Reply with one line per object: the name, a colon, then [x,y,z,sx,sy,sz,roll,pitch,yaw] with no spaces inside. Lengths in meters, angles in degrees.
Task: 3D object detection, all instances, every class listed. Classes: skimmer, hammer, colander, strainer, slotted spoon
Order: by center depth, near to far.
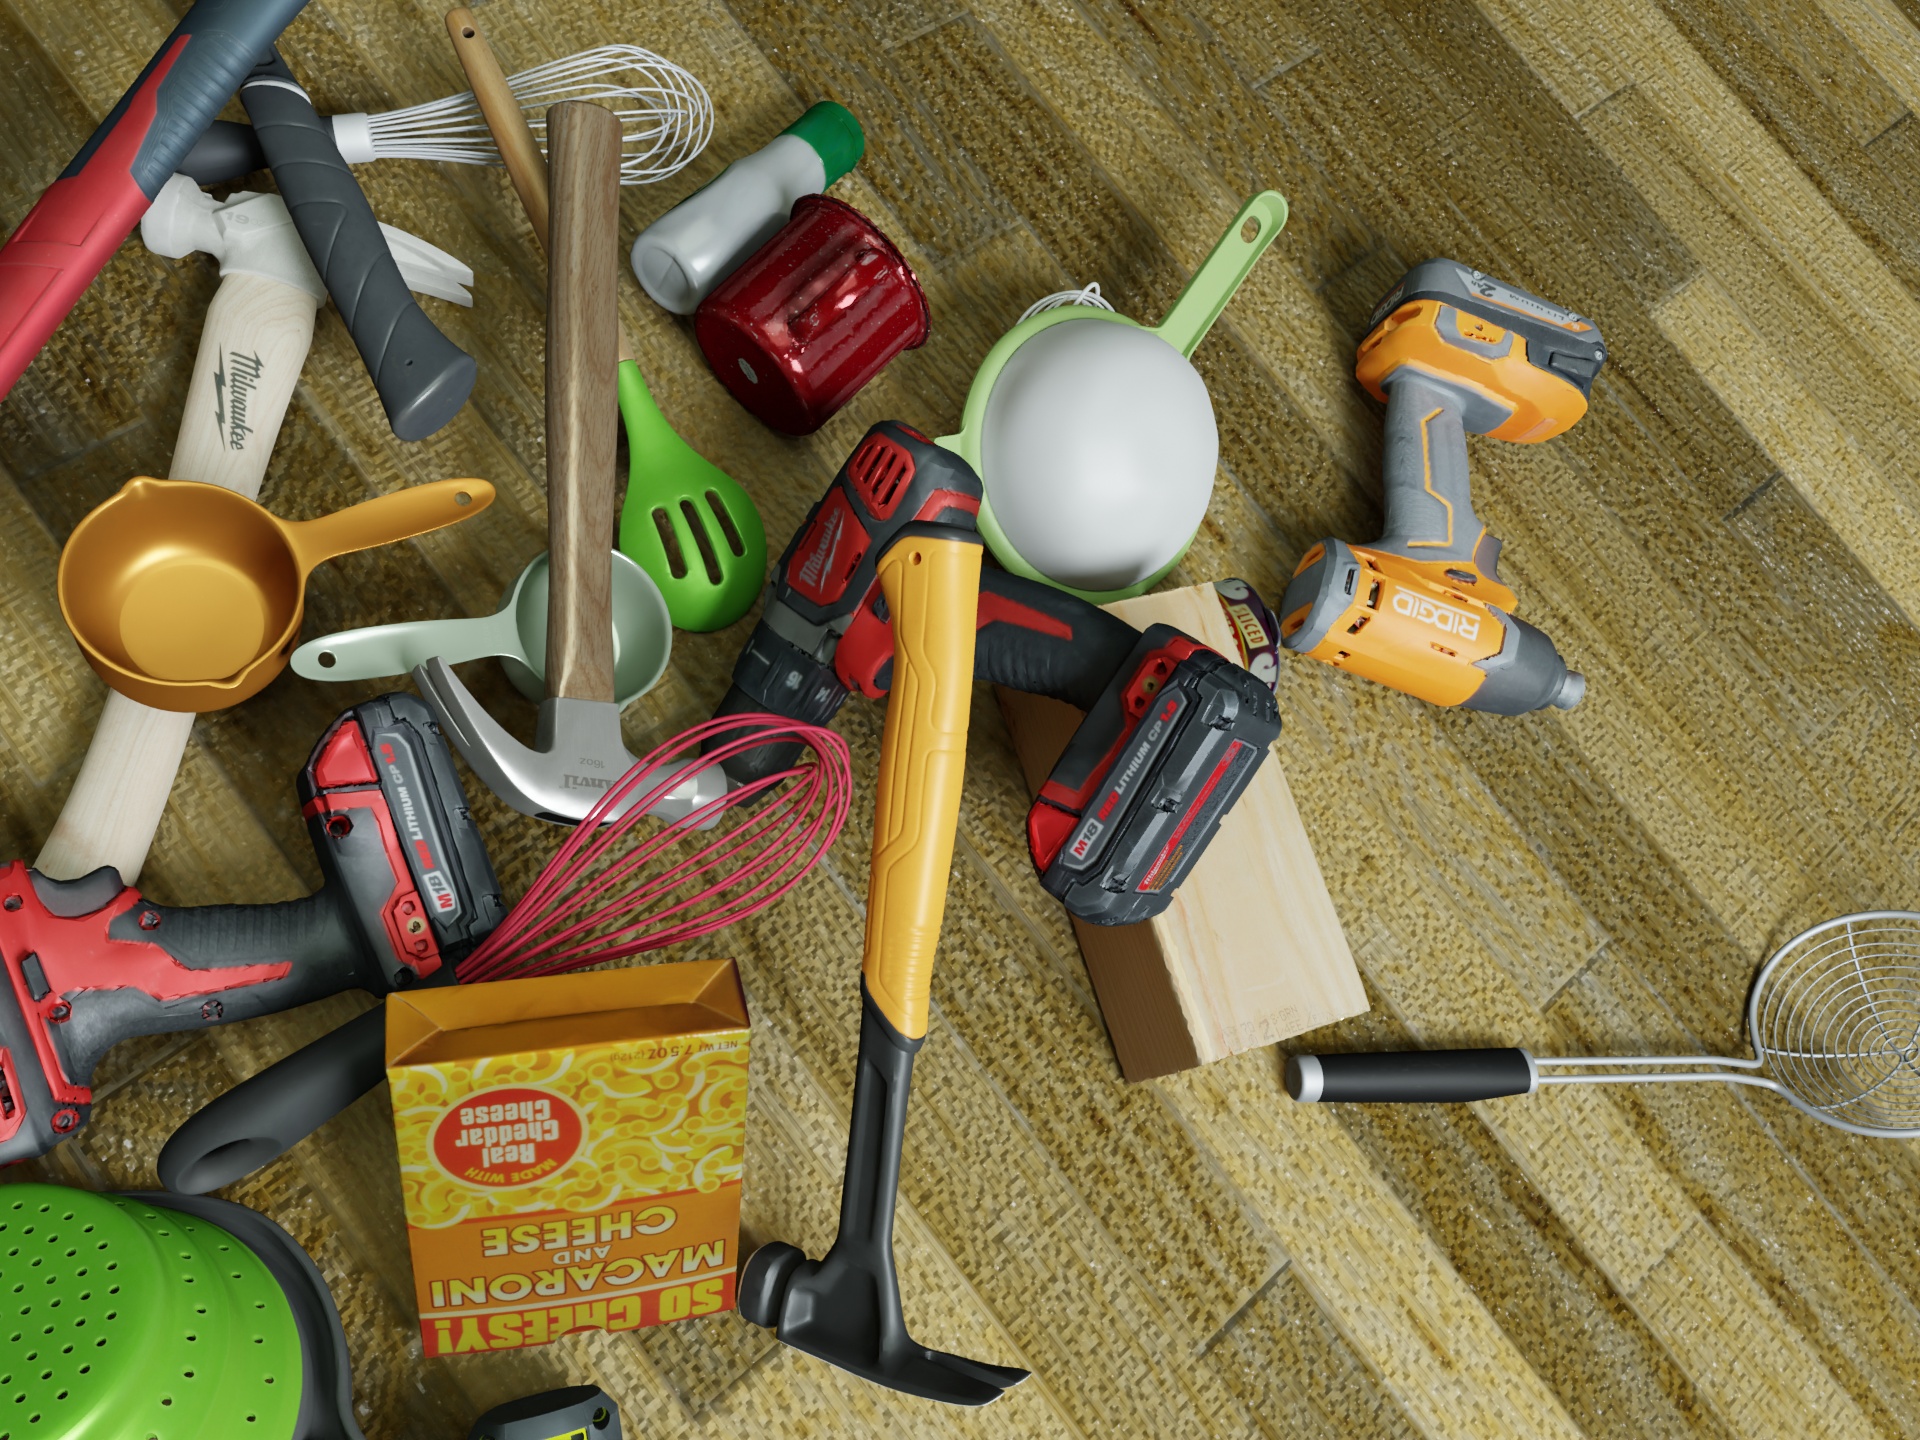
colander: [-0.234,0.238,0.519,0.397,0.094,0.205,11,41,3]
hammer: [-0.018,0.091,0.624,0.034,0.127,0.337,1,96,-56]
hammer: [-0.376,-0.232,0.674,0.143,0.038,0.386,34,84,2]
hammer: [-0.328,-0.047,0.688,0.146,0.038,0.411,12,70,-12]
hammer: [-0.168,-0.118,0.695,0.130,0.031,0.331,7,74,-37]
hammer: [-0.328,-0.299,0.730,0.149,0.036,0.409,-27,76,-11]
slotted spoon: [-0.173,-0.189,0.748,0.070,0.031,0.314,-25,90,-20]
skimmer: [0.339,0.150,0.774,0.363,0.090,0.127,1,40,-12]
strainer: [0.108,-0.173,0.789,0.151,0.069,0.256,42,74,-24]

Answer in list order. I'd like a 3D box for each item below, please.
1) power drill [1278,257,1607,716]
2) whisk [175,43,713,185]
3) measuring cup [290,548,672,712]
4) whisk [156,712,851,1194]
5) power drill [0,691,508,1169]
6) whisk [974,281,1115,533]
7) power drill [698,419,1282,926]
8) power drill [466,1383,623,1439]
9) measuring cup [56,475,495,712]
power drill: [0.273,-0.115,0.850,0.164,0.084,0.227,20,73,-8]
whisk: [-0.263,-0.288,0.777,0.284,0.070,0.070,-10,75,-13]
measuring cup: [-0.207,-0.032,0.689,0.167,0.038,0.083,-11,84,-37]
whisk: [-0.168,0.087,0.595,0.296,0.073,0.073,-33,83,-5]
power drill: [-0.301,0.069,0.608,0.219,0.078,0.143,-20,89,-28]
whisk: [0.013,-0.124,0.800,0.058,0.059,0.246,27,72,9]
power drill: [-0.001,-0.002,0.680,0.227,0.080,0.188,36,98,25]
power drill: [-0.221,0.353,0.563,0.223,0.080,0.171,-7,79,-20]
measuring cup: [-0.279,-0.062,0.663,0.173,0.052,0.095,-24,82,-29]
